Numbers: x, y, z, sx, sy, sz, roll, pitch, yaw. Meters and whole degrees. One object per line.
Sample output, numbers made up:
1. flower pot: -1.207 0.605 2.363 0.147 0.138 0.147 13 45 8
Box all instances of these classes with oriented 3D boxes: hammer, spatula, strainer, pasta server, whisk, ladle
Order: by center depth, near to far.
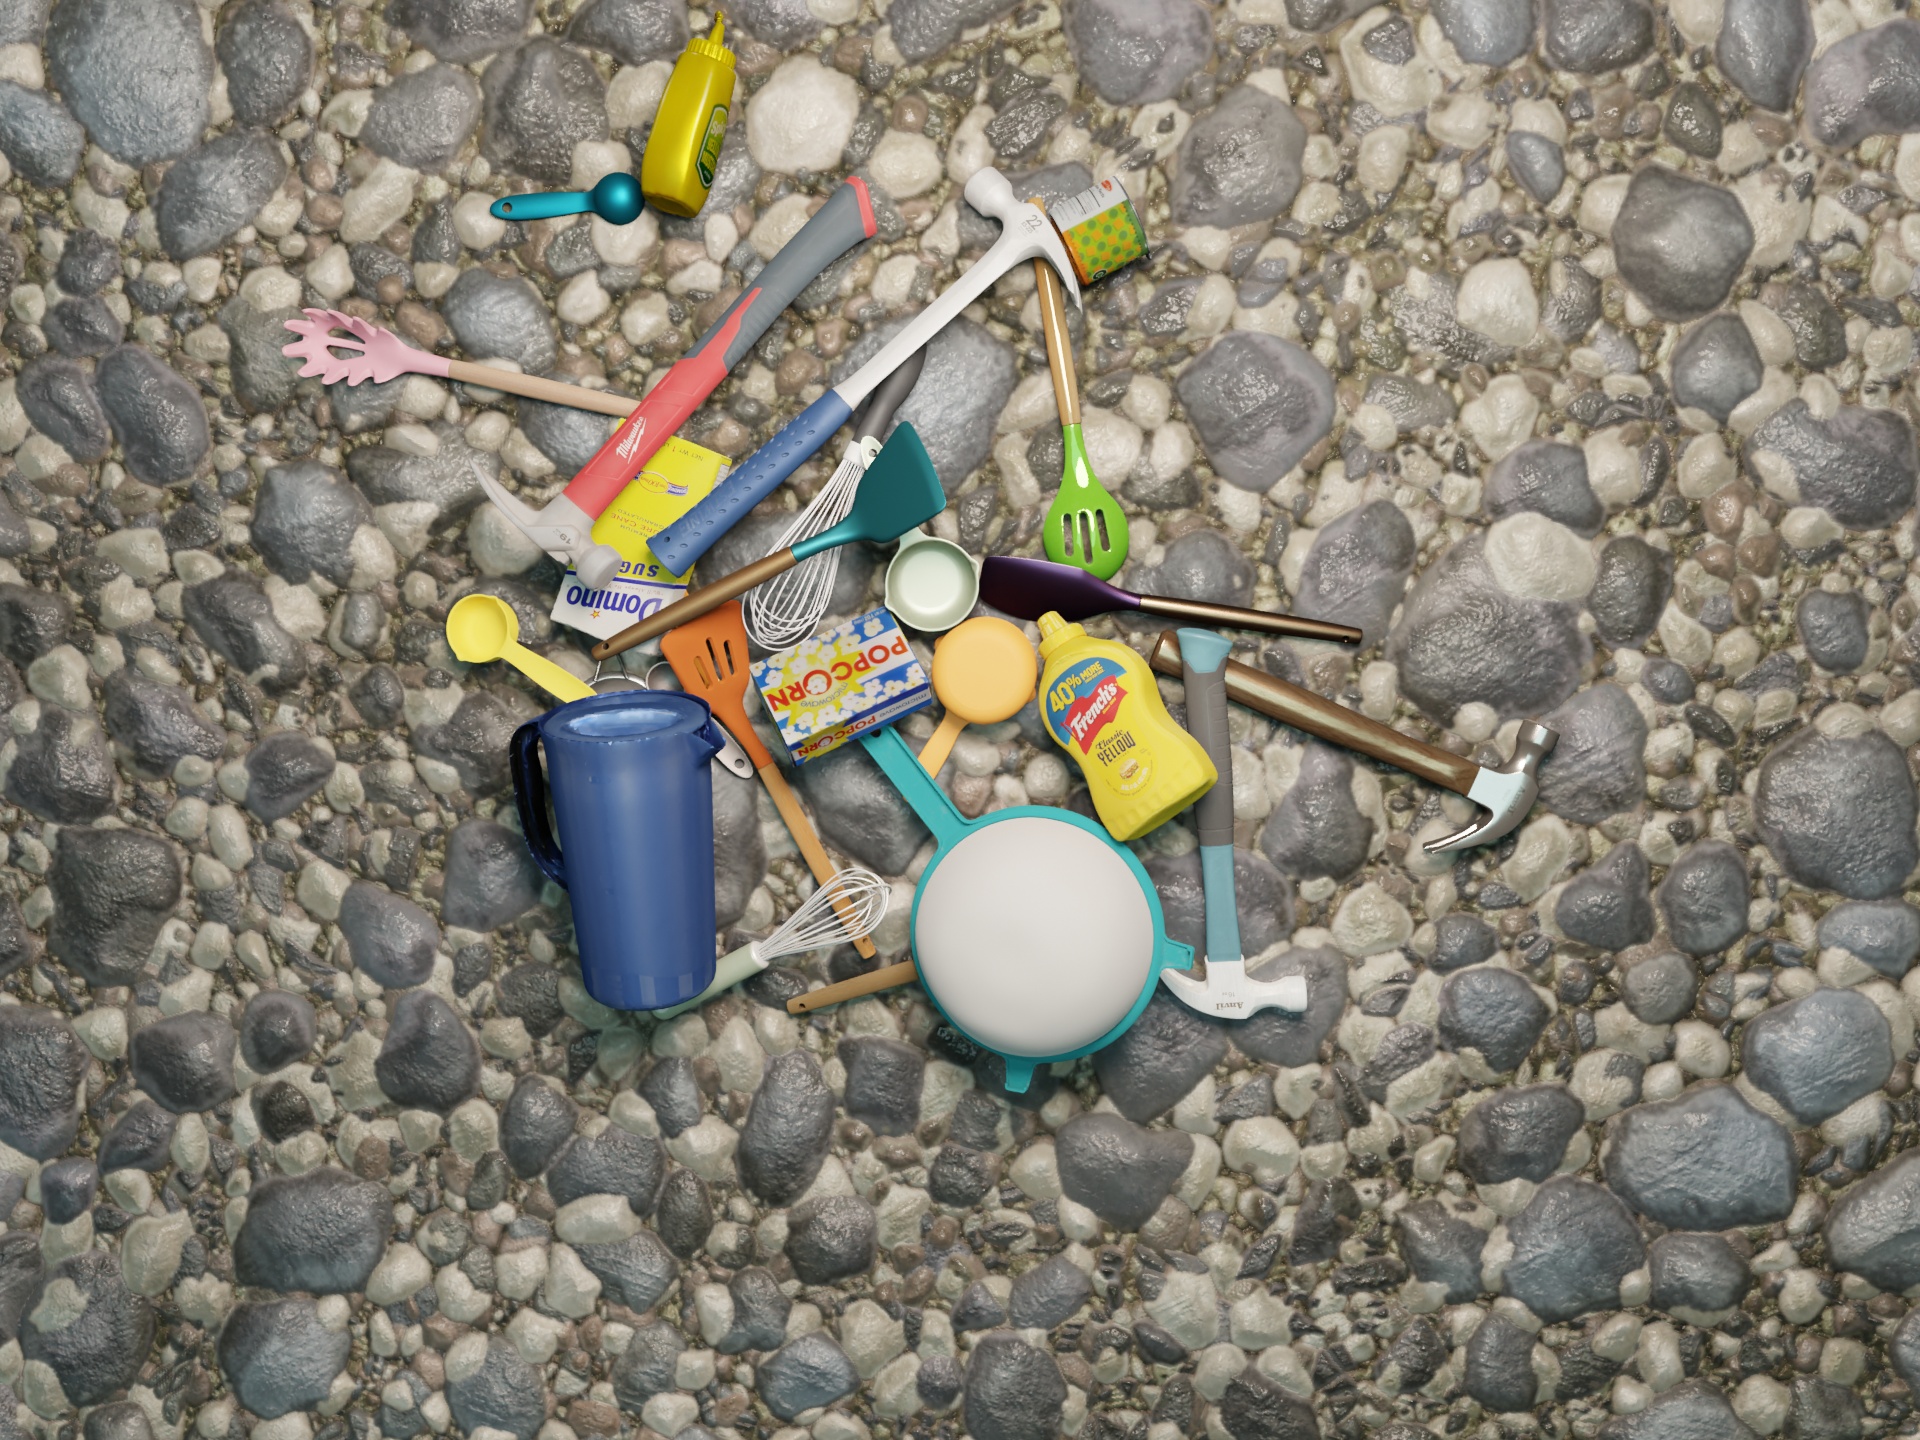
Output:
1. spatula: -0.157 -0.124 1.248 0.317 0.044 0.082 -26 73 9
2. hammer: -0.081 -0.256 1.252 0.405 0.035 0.144 -42 69 2
3. strainer: 0.012 0.127 1.258 0.211 0.095 0.340 -39 85 14
4. hammer: -0.215 -0.291 1.265 0.143 0.038 0.386 41 87 5
5. whisk: -0.096 -0.186 1.295 0.070 0.070 0.284 28 93 0
6. hammer: 0.209 0.087 1.299 0.128 0.033 0.331 -5 103 6
7. spatula: 0.171 -0.091 1.302 0.316 0.018 0.059 8 129 0
8. hammer: 0.311 0.007 1.303 0.331 0.031 0.130 23 97 1
9. pasta server: -0.395 -0.282 1.308 0.316 0.040 0.060 13 109 1
10. spatula: -0.148 0.058 1.328 0.081 0.041 0.322 -32 98 -30
11. whisk: -0.161 0.192 1.331 0.246 0.059 0.058 -29 67 17
12. strainer: -0.284 0.068 1.341 0.087 0.050 0.258 -5 100 -9
13. ladle: 0.003 0.194 1.342 0.320 0.062 0.078 -19 102 12

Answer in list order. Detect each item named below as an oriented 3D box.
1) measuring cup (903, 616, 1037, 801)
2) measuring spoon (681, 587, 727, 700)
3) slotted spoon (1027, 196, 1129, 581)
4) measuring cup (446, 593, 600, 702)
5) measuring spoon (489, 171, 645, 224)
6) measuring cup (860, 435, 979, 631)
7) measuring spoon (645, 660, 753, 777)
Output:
1. measuring cup: -0.002 -0.004 1.307 0.095 0.052 0.173 31 95 -1
2. measuring spoon: -0.223 -0.070 1.337 0.021 0.011 0.117 -22 91 8
3. slotted spoon: 0.084 -0.265 1.288 0.070 0.031 0.314 -9 94 7
4. measuring cup: -0.357 -0.050 1.325 0.156 0.029 0.062 33 97 8
5. measuring spoon: -0.322 -0.423 1.295 0.128 0.021 0.042 -4 96 3
6. measuring cup: -0.042 -0.153 1.293 0.083 0.038 0.167 -24 100 1
7. measuring spoon: -0.218 0.000 1.343 0.034 0.018 0.124 -40 100 3
